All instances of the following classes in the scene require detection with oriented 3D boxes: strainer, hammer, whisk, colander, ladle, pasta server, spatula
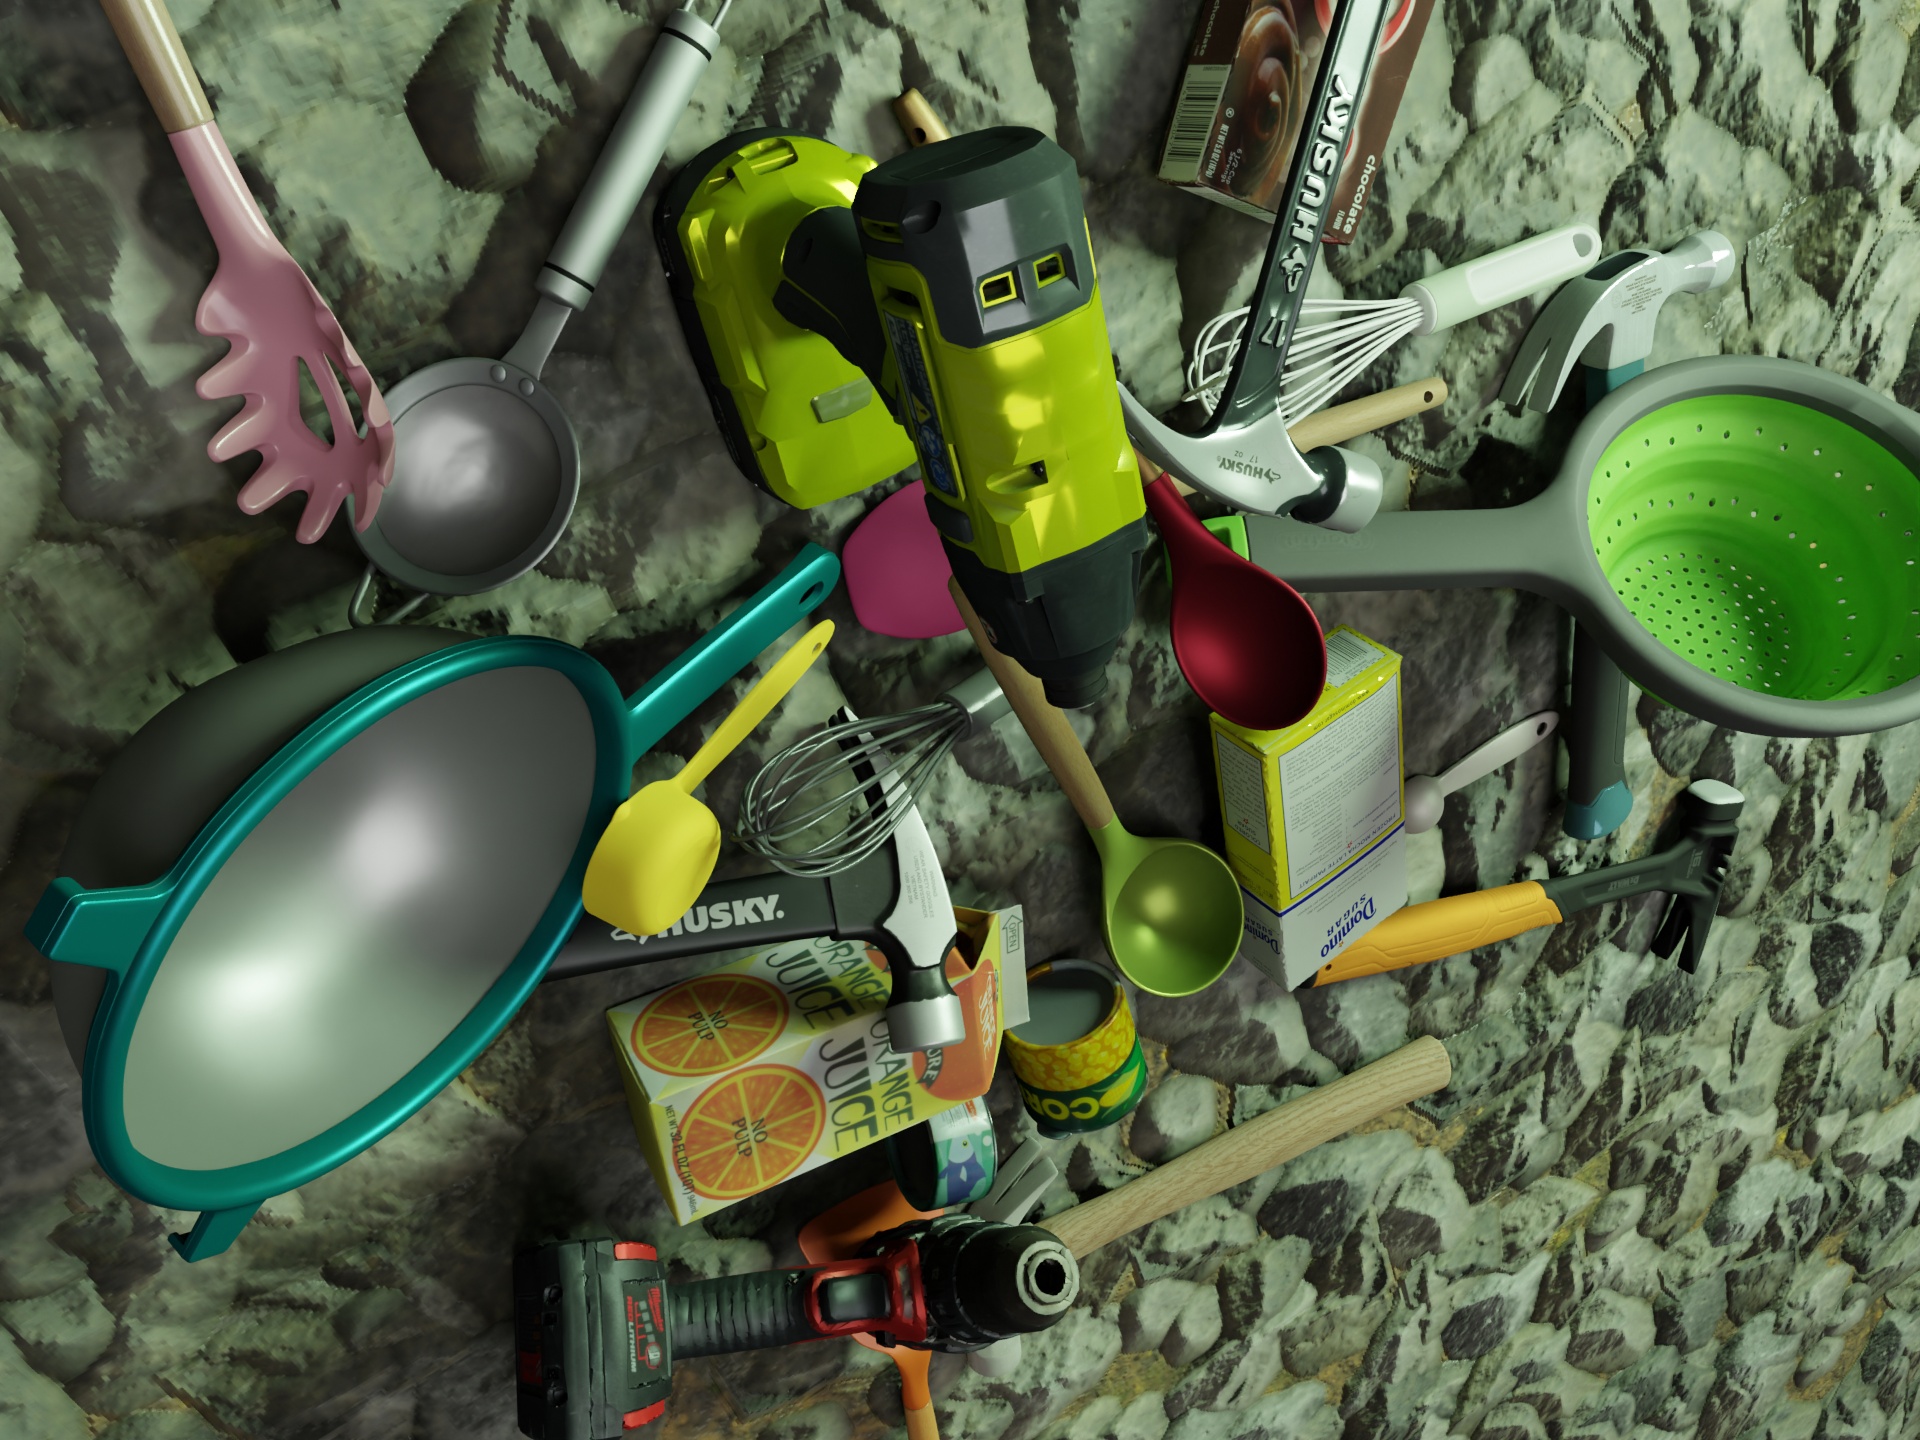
[{"bbox_3d":[-0.141,-0.143,0.558,0.258,0.087,0.050,-62,170,3],"label":"strainer"},{"bbox_3d":[0.349,-0.083,0.856,0.128,0.033,0.330,-20,119,-20],"label":"hammer"},{"bbox_3d":[0.203,-0.186,0.726,0.246,0.059,0.058,-24,95,-22],"label":"whisk"},{"bbox_3d":[0.293,-0.065,0.763,0.397,0.205,0.094,-2,154,0],"label":"colander"},{"bbox_3d":[-0.001,-0.003,0.660,0.239,0.055,0.055,-33,128,-39],"label":"whisk"},{"bbox_3d":[0.064,-0.121,0.662,0.069,0.031,0.315,-21,119,32],"label":"ladle"},{"bbox_3d":[0.152,-0.283,0.610,0.149,0.036,0.409,8,101,-31],"label":"hammer"},{"bbox_3d":[0.144,0.253,0.908,0.331,0.031,0.130,-19,121,-21],"label":"hammer"},{"bbox_3d":[0.329,0.118,0.945,0.336,0.034,0.127,-7,115,-26],"label":"hammer"},{"bbox_3d":[-0.246,-0.203,0.474,0.060,0.040,0.316,-9,120,12],"label":"pasta server"},{"bbox_3d":[-0.025,0.384,0.884,0.081,0.041,0.322,-20,125,-21],"label":"spatula"},{"bbox_3d":[-0.177,0.010,0.561,0.340,0.095,0.210,-45,158,-39],"label":"strainer"},{"bbox_3d":[-0.168,0.084,0.630,0.334,0.035,0.146,-7,81,-17],"label":"hammer"},{"bbox_3d":[0.062,0.035,0.694,0.078,0.062,0.319,-51,145,-13],"label":"ladle"}]

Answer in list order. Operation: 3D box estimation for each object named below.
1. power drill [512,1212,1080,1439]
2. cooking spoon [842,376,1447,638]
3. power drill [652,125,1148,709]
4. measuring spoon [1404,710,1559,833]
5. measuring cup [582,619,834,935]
[{"bbox_3d":[-0.072,0.258,0.700,0.226,0.188,0.080,0,71,-23],"label":"power drill"},{"bbox_3d":[0.093,-0.107,0.715,0.319,0.017,0.068,-21,110,-21],"label":"cooking spoon"},{"bbox_3d":[-0.019,-0.109,0.527,0.080,0.223,0.171,-25,122,-16],"label":"power drill"},{"bbox_3d":[0.293,0.028,0.891,0.124,0.018,0.034,-29,123,-16],"label":"measuring spoon"},{"bbox_3d":[-0.087,0.019,0.619,0.156,0.029,0.062,-52,163,-28],"label":"measuring cup"}]
